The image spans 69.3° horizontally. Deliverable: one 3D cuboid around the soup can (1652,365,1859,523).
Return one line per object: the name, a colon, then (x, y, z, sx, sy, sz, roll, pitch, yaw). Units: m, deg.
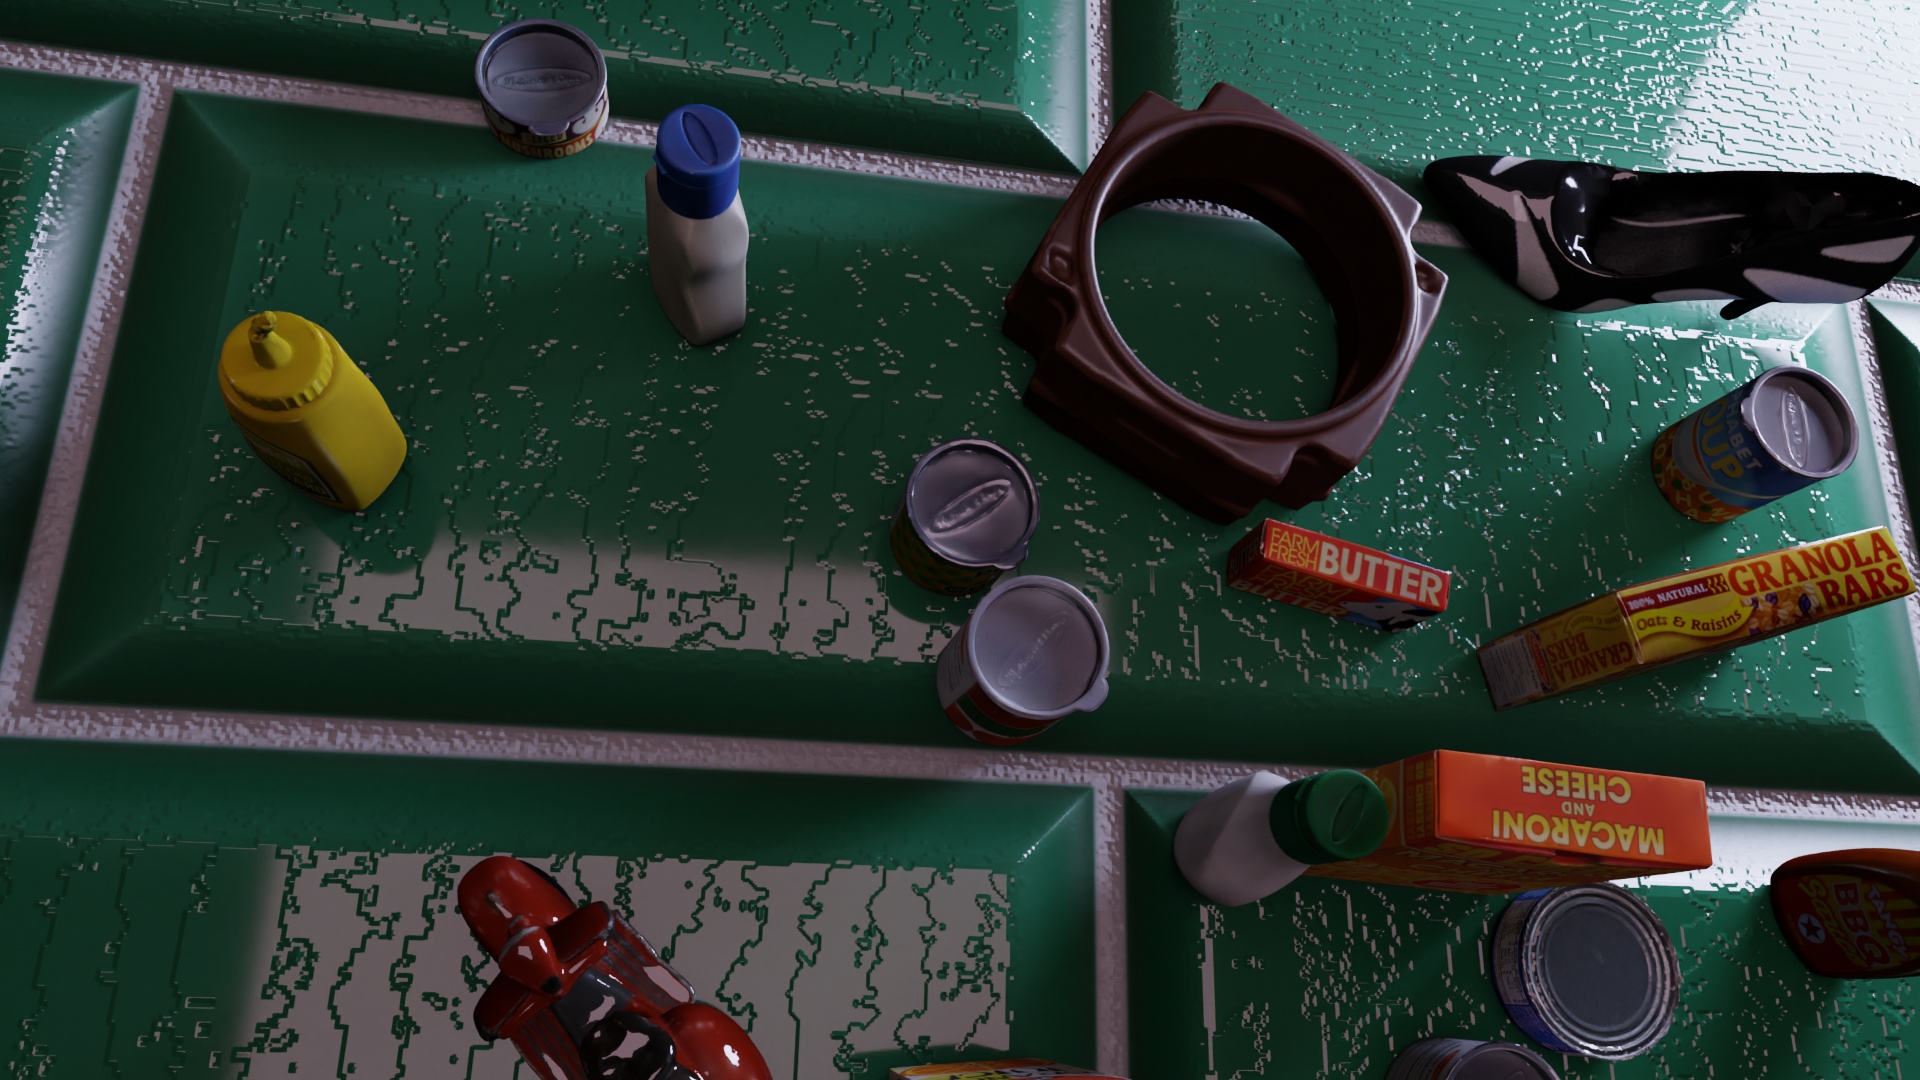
soup can: (0.443, -0.053, 0.784, 0.071, 0.083, 0.071, 3, 72, -11)

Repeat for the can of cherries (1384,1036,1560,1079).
can of cherries: (0.242, 0.271, 0.651, 0.071, 0.058, 0.071, 3, 72, -11)

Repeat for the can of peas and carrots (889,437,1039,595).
can of peas and carrots: (0.002, -0.009, 0.692, 0.071, 0.058, 0.071, 3, 72, -11)

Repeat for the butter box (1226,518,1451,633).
butter box: (0.196, 0.020, 0.725, 0.103, 0.053, 0.024, 16, 70, -6)

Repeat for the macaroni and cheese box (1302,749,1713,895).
macaroni and cheese box: (0.232, 0.134, 0.635, 0.124, 0.166, 0.040, 8, 72, -9)

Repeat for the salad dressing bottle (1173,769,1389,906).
salad dressing bottle: (0.142, 0.131, 0.628, 0.044, 0.147, 0.064, 36, 69, 1)

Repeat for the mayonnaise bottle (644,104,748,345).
mayonnaise bottle: (-0.125, -0.150, 0.664, 0.041, 0.147, 0.065, -25, 79, -18)

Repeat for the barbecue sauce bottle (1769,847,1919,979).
barbecue sauce bottle: (0.471, 0.181, 0.679, 0.044, 0.148, 0.065, -15, 76, -16)

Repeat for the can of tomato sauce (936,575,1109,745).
can of tomato sauce: (0.029, 0.060, 0.662, 0.071, 0.082, 0.071, 3, 72, -11)

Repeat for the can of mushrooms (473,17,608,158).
can of mushrooms: (-0.220, -0.236, 0.733, 0.071, 0.033, 0.071, 3, 72, -11)

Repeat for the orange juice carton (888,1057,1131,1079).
orange juice carton: (0.021, 0.247, 0.541, 0.072, 0.192, 0.073, 0, 73, -12)

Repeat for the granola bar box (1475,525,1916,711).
granola bar box: (0.373, 0.041, 0.717, 0.166, 0.123, 0.039, -12, 76, -15)

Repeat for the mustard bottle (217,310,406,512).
mustard bottle: (-0.283, -0.060, 0.595, 0.065, 0.159, 0.049, 30, 69, -1)
